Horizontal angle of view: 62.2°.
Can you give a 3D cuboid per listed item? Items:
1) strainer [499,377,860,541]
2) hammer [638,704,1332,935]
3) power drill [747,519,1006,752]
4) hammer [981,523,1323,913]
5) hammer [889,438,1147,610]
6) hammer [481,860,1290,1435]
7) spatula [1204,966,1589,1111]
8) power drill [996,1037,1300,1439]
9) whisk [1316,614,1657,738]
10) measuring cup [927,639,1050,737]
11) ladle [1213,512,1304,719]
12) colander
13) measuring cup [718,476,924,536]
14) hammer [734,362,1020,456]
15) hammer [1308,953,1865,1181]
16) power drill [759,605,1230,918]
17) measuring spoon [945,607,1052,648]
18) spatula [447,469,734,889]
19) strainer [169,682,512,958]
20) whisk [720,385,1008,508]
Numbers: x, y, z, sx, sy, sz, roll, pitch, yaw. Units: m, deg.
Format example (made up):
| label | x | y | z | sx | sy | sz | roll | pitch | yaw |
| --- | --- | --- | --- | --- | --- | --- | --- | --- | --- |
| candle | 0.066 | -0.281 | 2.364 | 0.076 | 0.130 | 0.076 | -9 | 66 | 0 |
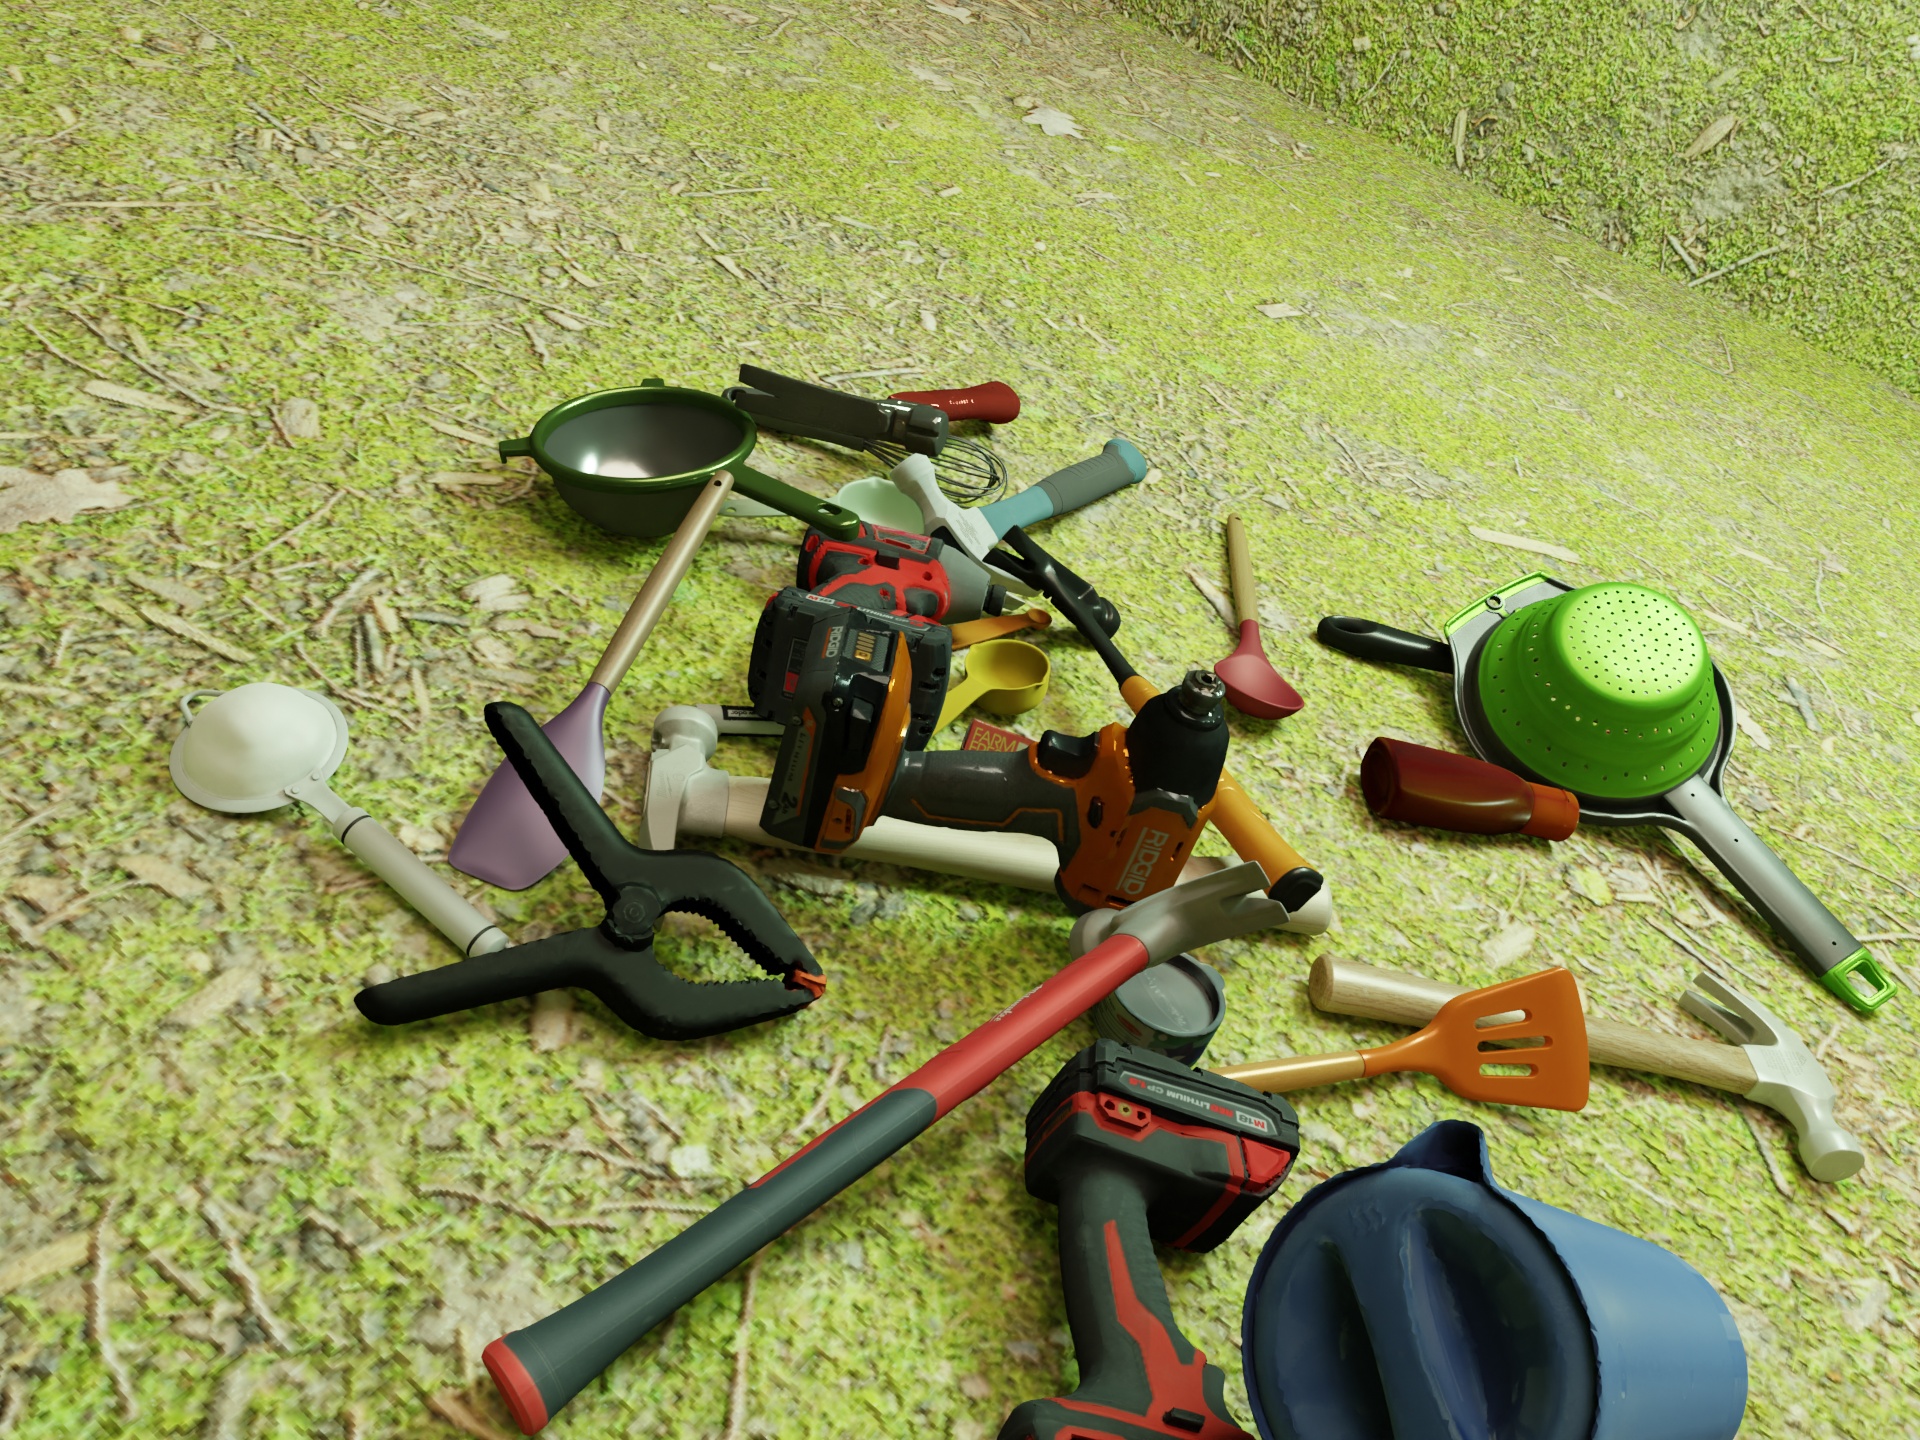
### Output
| label | x | y | z | sx | sy | sz | roll | pitch | yaw |
| --- | --- | --- | --- | --- | --- | --- | --- | --- | --- |
| strainer | -0.171 | -0.148 | 1.061 | 0.256 | 0.069 | 0.151 | 25 | 41 | 26 |
| hammer | 0.024 | 0.084 | 0.905 | 0.410 | 0.038 | 0.146 | 11 | 38 | -14 |
| power drill | -0.048 | -0.065 | 1.012 | 0.143 | 0.078 | 0.220 | 14 | 25 | 1 |
| hammer | 0.123 | -0.004 | 1.005 | 0.127 | 0.034 | 0.337 | 32 | 17 | -42 |
| hammer | 0.067 | -0.173 | 1.235 | 0.128 | 0.033 | 0.331 | 58 | 35 | -1 |
| hammer | -0.020 | 0.168 | 0.679 | 0.386 | 0.143 | 0.038 | -28 | 89 | -35 |
| spatula | 0.196 | 0.186 | 0.846 | 0.322 | 0.041 | 0.081 | -2 | 84 | -24 |
| power drill | 0.106 | 0.264 | 0.674 | 0.187 | 0.080 | 0.227 | 21 | 39 | -12 |
| whisk | 0.425 | -0.038 | 1.249 | 0.296 | 0.073 | 0.073 | 15 | 35 | 2 |
| measuring cup | -0.002 | -0.003 | 1.023 | 0.062 | 0.029 | 0.156 | 29 | 47 | 30 |
| ladle | 0.222 | -0.087 | 1.237 | 0.069 | 0.031 | 0.316 | 19 | 33 | -7 |
| colander | 0.516 | 0.027 | 1.125 | 0.204 | 0.094 | 0.397 | -28 | 64 | -15 |
| measuring cup | -0.098 | -0.138 | 1.140 | 0.167 | 0.038 | 0.083 | -2 | 41 | -21 |
| hammer | -0.034 | -0.243 | 1.220 | 0.149 | 0.036 | 0.359 | 16 | 17 | 13 |
| hammer | 0.363 | 0.184 | 0.943 | 0.331 | 0.031 | 0.130 | 13 | 36 | -10 |
| power drill | 0.023 | 0.018 | 0.824 | 0.226 | 0.164 | 0.084 | 15 | 39 | -6 |
| measuring spoon | 0.017 | -0.061 | 1.117 | 0.117 | 0.011 | 0.021 | -16 | 50 | -35 |
| spatula | -0.192 | -0.035 | 0.901 | 0.060 | 0.018 | 0.316 | 21 | 53 | 0 |
| strainer | -0.306 | 0.046 | 0.790 | 0.258 | 0.050 | 0.087 | 36 | 54 | 16 |
| whisk | -0.077 | -0.219 | 1.251 | 0.239 | 0.055 | 0.055 | 18 | 35 | 5 |
